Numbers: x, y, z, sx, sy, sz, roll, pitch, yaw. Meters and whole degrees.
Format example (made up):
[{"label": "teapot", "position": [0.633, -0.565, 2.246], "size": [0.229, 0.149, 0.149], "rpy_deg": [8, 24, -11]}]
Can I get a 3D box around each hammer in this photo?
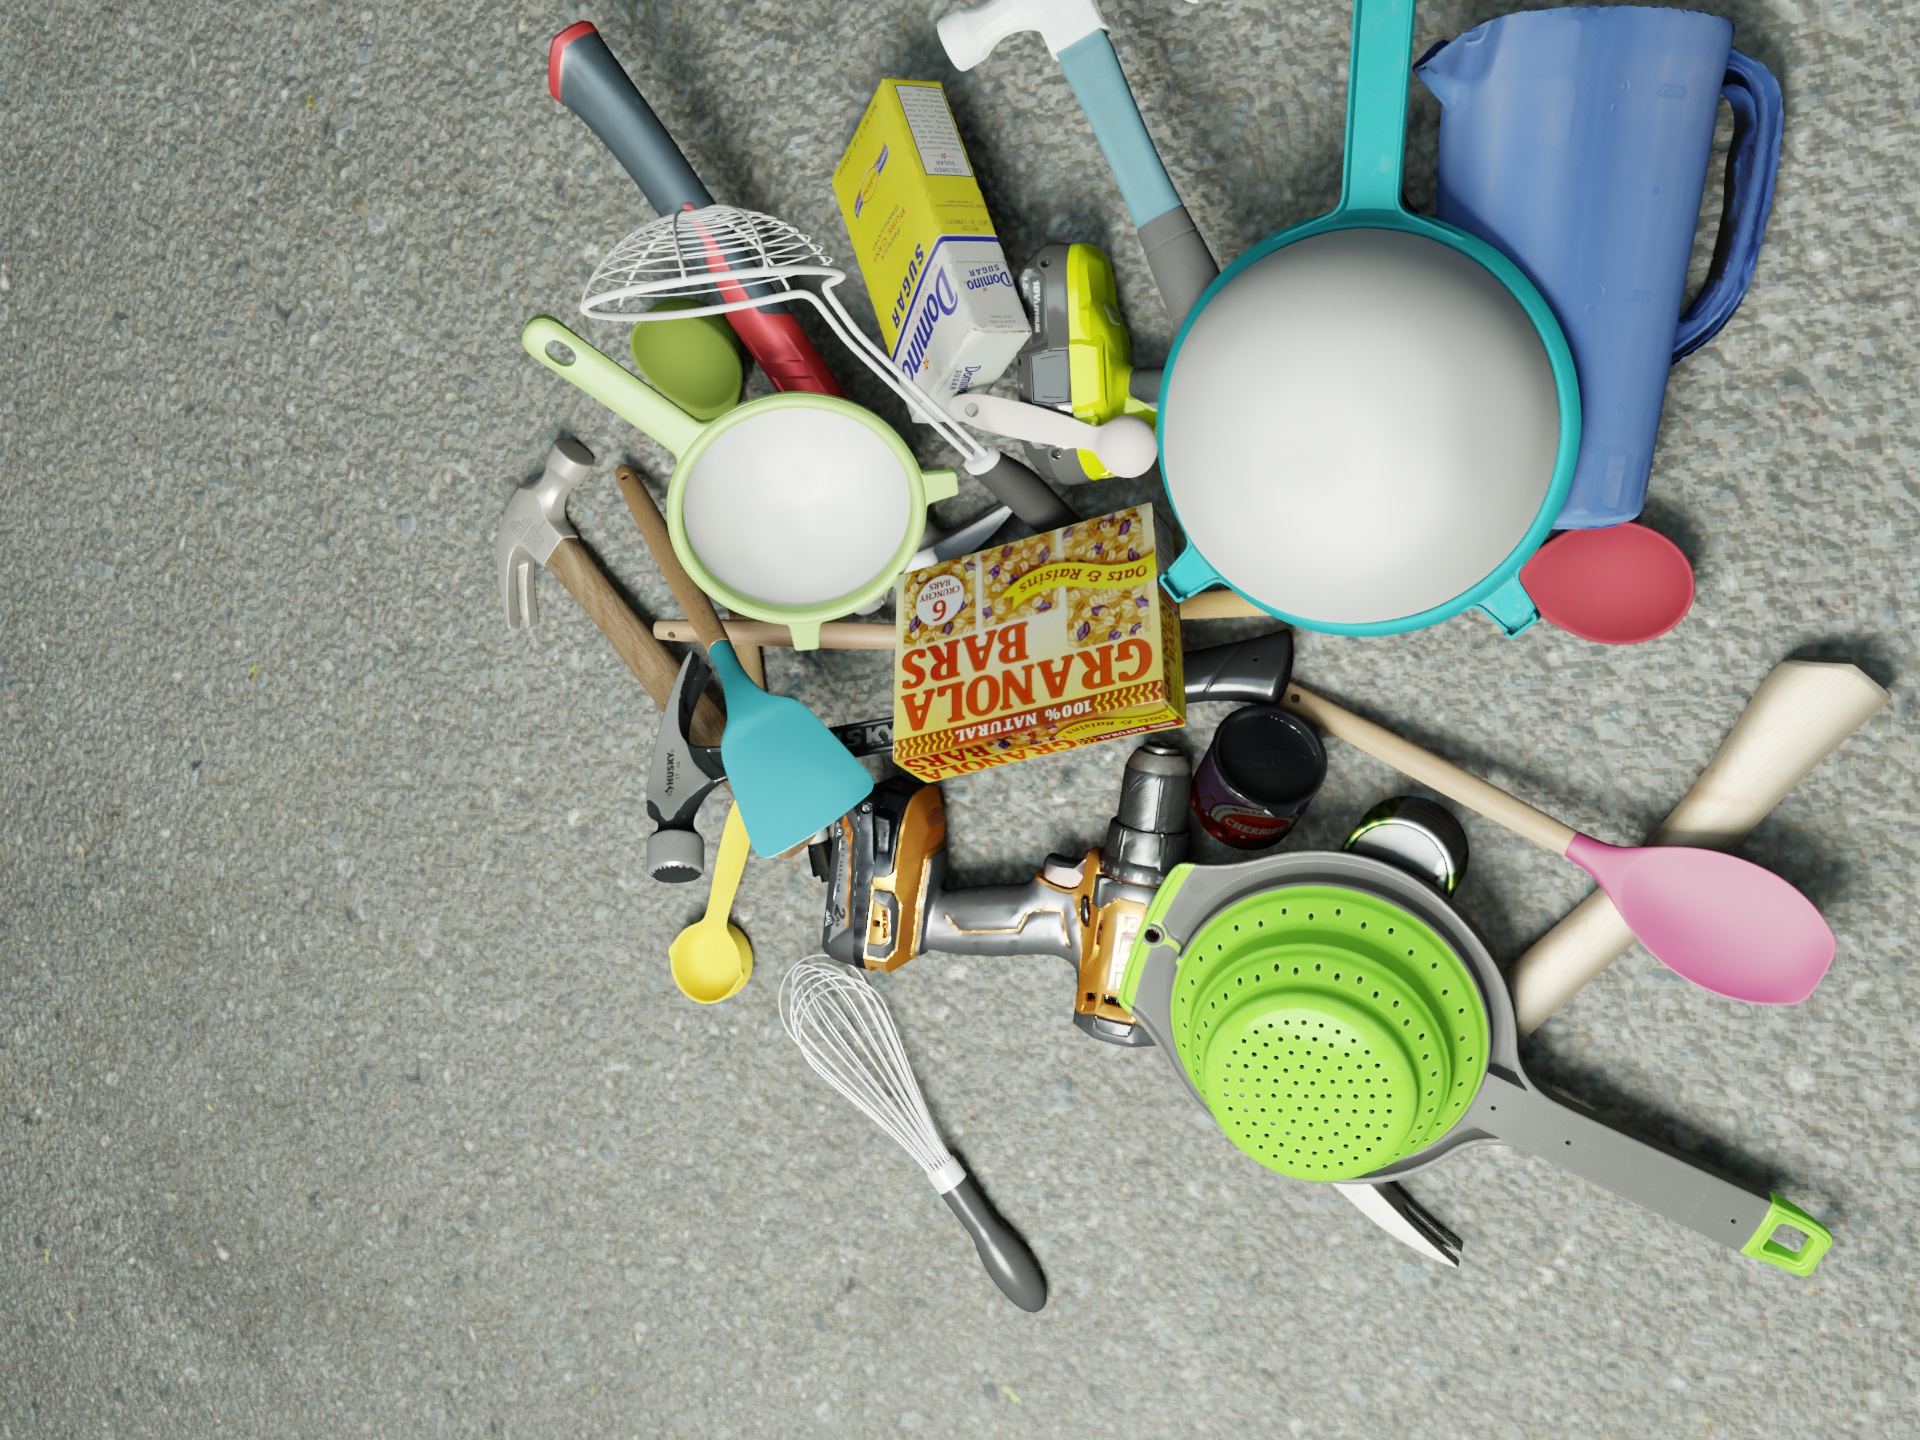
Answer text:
[{"label": "hammer", "position": [-0.002, -0.003, 0.969], "size": [0.409, 0.036, 0.149], "rpy_deg": [-10, 64, 13]}, {"label": "hammer", "position": [0.111, -0.253, 0.843], "size": [0.128, 0.033, 0.331], "rpy_deg": [-24, 91, 20]}, {"label": "hammer", "position": [-0.211, -0.035, 1.091], "size": [0.331, 0.031, 0.130], "rpy_deg": [49, 116, 16]}, {"label": "hammer", "position": [-0.112, -0.256, 0.968], "size": [0.143, 0.038, 0.386], "rpy_deg": [-29, 102, 25]}, {"label": "hammer", "position": [0.351, 0.132, 0.883], "size": [0.146, 0.038, 0.410], "rpy_deg": [43, 113, 10]}]

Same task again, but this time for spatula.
[{"label": "spatula", "position": [-0.159, -0.057, 1.012], "size": [0.082, 0.044, 0.318], "rpy_deg": [-33, 56, 2]}, {"label": "spatula", "position": [-0.050, -0.056, 1.013], "size": [0.316, 0.018, 0.059], "rpy_deg": [2, 121, 15]}]

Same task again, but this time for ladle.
[{"label": "ladle", "position": [-0.160, -0.117, 1.058], "size": [0.078, 0.062, 0.320], "rpy_deg": [-2, 101, 28]}, {"label": "ladle", "position": [0.243, -0.071, 0.901], "size": [0.315, 0.031, 0.069], "rpy_deg": [-2, 108, 26]}]

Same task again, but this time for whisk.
[{"label": "whisk", "position": [-0.027, 0.279, 1.072], "size": [0.070, 0.070, 0.284], "rpy_deg": [-36, 89, 25]}]

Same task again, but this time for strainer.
[{"label": "strainer", "position": [-0.138, -0.162, 0.925], "size": [0.256, 0.069, 0.151], "rpy_deg": [33, 114, -26]}, {"label": "strainer", "position": [0.179, -0.195, 0.741], "size": [0.211, 0.095, 0.340], "rpy_deg": [9, 111, 26]}]

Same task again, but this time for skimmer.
[{"label": "skimmer", "position": [-0.036, -0.150, 0.851], "size": [0.127, 0.362, 0.090], "rpy_deg": [0, 63, 45]}]

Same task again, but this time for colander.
[{"label": "colander", "position": [0.268, 0.214, 0.853], "size": [0.397, 0.094, 0.204], "rpy_deg": [24, 114, 12]}]

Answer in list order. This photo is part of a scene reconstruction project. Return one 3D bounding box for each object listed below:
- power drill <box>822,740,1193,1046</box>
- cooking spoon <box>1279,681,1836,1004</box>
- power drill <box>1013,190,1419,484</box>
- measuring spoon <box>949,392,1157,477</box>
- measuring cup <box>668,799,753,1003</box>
[{"label": "power drill", "position": [0.036, 0.091, 0.995], "size": [0.226, 0.084, 0.185], "rpy_deg": [11, 101, 18]}, {"label": "cooking spoon", "position": [0.309, 0.054, 0.866], "size": [0.319, 0.017, 0.068], "rpy_deg": [31, 103, 28]}, {"label": "power drill", "position": [0.149, -0.215, 0.893], "size": [0.223, 0.080, 0.171], "rpy_deg": [-1, 99, 21]}, {"label": "measuring spoon", "position": [0.049, -0.162, 0.886], "size": [0.124, 0.018, 0.034], "rpy_deg": [17, 111, 16]}, {"label": "measuring cup", "position": [-0.162, 0.122, 1.123], "size": [0.062, 0.029, 0.156], "rpy_deg": [16, 94, 21]}]
